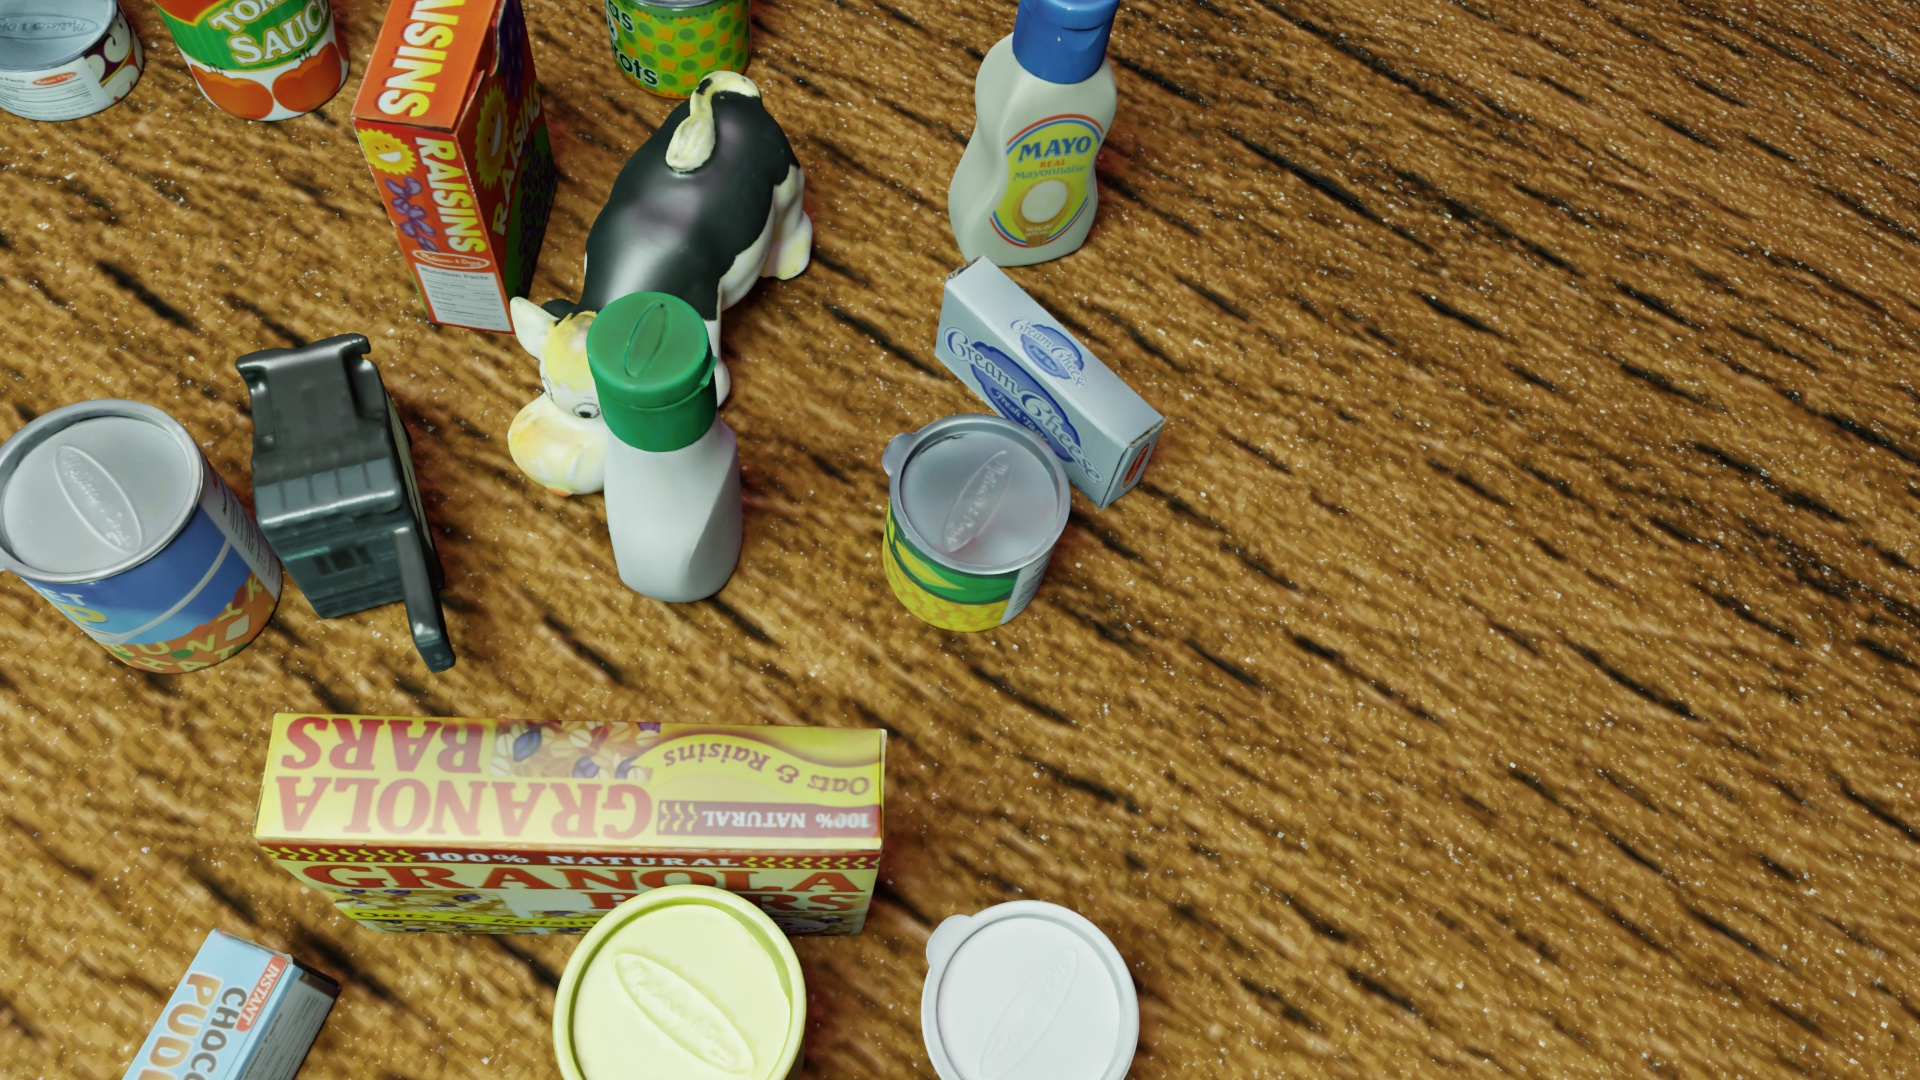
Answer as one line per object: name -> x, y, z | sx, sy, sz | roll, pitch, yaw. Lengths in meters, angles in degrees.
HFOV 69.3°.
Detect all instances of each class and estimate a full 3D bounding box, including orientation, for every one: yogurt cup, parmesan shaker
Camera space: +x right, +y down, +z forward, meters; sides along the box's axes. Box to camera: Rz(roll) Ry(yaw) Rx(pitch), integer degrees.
yogurt cup -> 0.019, 0.156, 0.450 | 0.072, 0.053, 0.072 | 3, 63, -6
parmesan shaker -> -0.082, 0.149, 0.413 | 0.071, 0.102, 0.071 | 3, 63, -6

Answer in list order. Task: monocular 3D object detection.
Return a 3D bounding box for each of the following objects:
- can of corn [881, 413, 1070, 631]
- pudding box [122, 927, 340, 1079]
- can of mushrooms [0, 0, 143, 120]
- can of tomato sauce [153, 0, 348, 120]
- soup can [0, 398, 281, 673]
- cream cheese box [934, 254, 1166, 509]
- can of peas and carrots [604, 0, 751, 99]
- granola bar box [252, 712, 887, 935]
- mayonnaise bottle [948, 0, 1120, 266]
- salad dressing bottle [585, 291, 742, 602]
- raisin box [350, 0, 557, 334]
can of corn -> 0.002, -0.007, 0.528 | 0.071, 0.058, 0.071 | 3, 63, -6
pudding box -> -0.226, 0.165, 0.417 | 0.030, 0.049, 0.084 | 19, 63, 3
can of mushrooms -> -0.393, -0.218, 0.599 | 0.071, 0.033, 0.071 | 3, 63, -6
can of tomato sauce -> -0.303, -0.230, 0.589 | 0.071, 0.082, 0.071 | 3, 63, -6
soup can -> -0.282, 0.003, 0.473 | 0.071, 0.083, 0.071 | 3, 63, -6
cream cheese box -> 0.033, -0.063, 0.563 | 0.024, 0.053, 0.104 | -39, 74, -22
can of peas and carrots -> -0.131, -0.244, 0.631 | 0.071, 0.058, 0.071 | 3, 63, -6
granola bar box -> -0.109, 0.092, 0.427 | 0.166, 0.123, 0.039 | 2, 63, -6
mayonnaise bottle -> 0.033, -0.172, 0.565 | 0.065, 0.147, 0.041 | -10, 65, -12
salad dressing bottle -> -0.100, -0.028, 0.476 | 0.044, 0.147, 0.064 | 15, 63, 0
raisin box -> -0.191, -0.151, 0.540 | 0.040, 0.122, 0.086 | 7, 63, -3
